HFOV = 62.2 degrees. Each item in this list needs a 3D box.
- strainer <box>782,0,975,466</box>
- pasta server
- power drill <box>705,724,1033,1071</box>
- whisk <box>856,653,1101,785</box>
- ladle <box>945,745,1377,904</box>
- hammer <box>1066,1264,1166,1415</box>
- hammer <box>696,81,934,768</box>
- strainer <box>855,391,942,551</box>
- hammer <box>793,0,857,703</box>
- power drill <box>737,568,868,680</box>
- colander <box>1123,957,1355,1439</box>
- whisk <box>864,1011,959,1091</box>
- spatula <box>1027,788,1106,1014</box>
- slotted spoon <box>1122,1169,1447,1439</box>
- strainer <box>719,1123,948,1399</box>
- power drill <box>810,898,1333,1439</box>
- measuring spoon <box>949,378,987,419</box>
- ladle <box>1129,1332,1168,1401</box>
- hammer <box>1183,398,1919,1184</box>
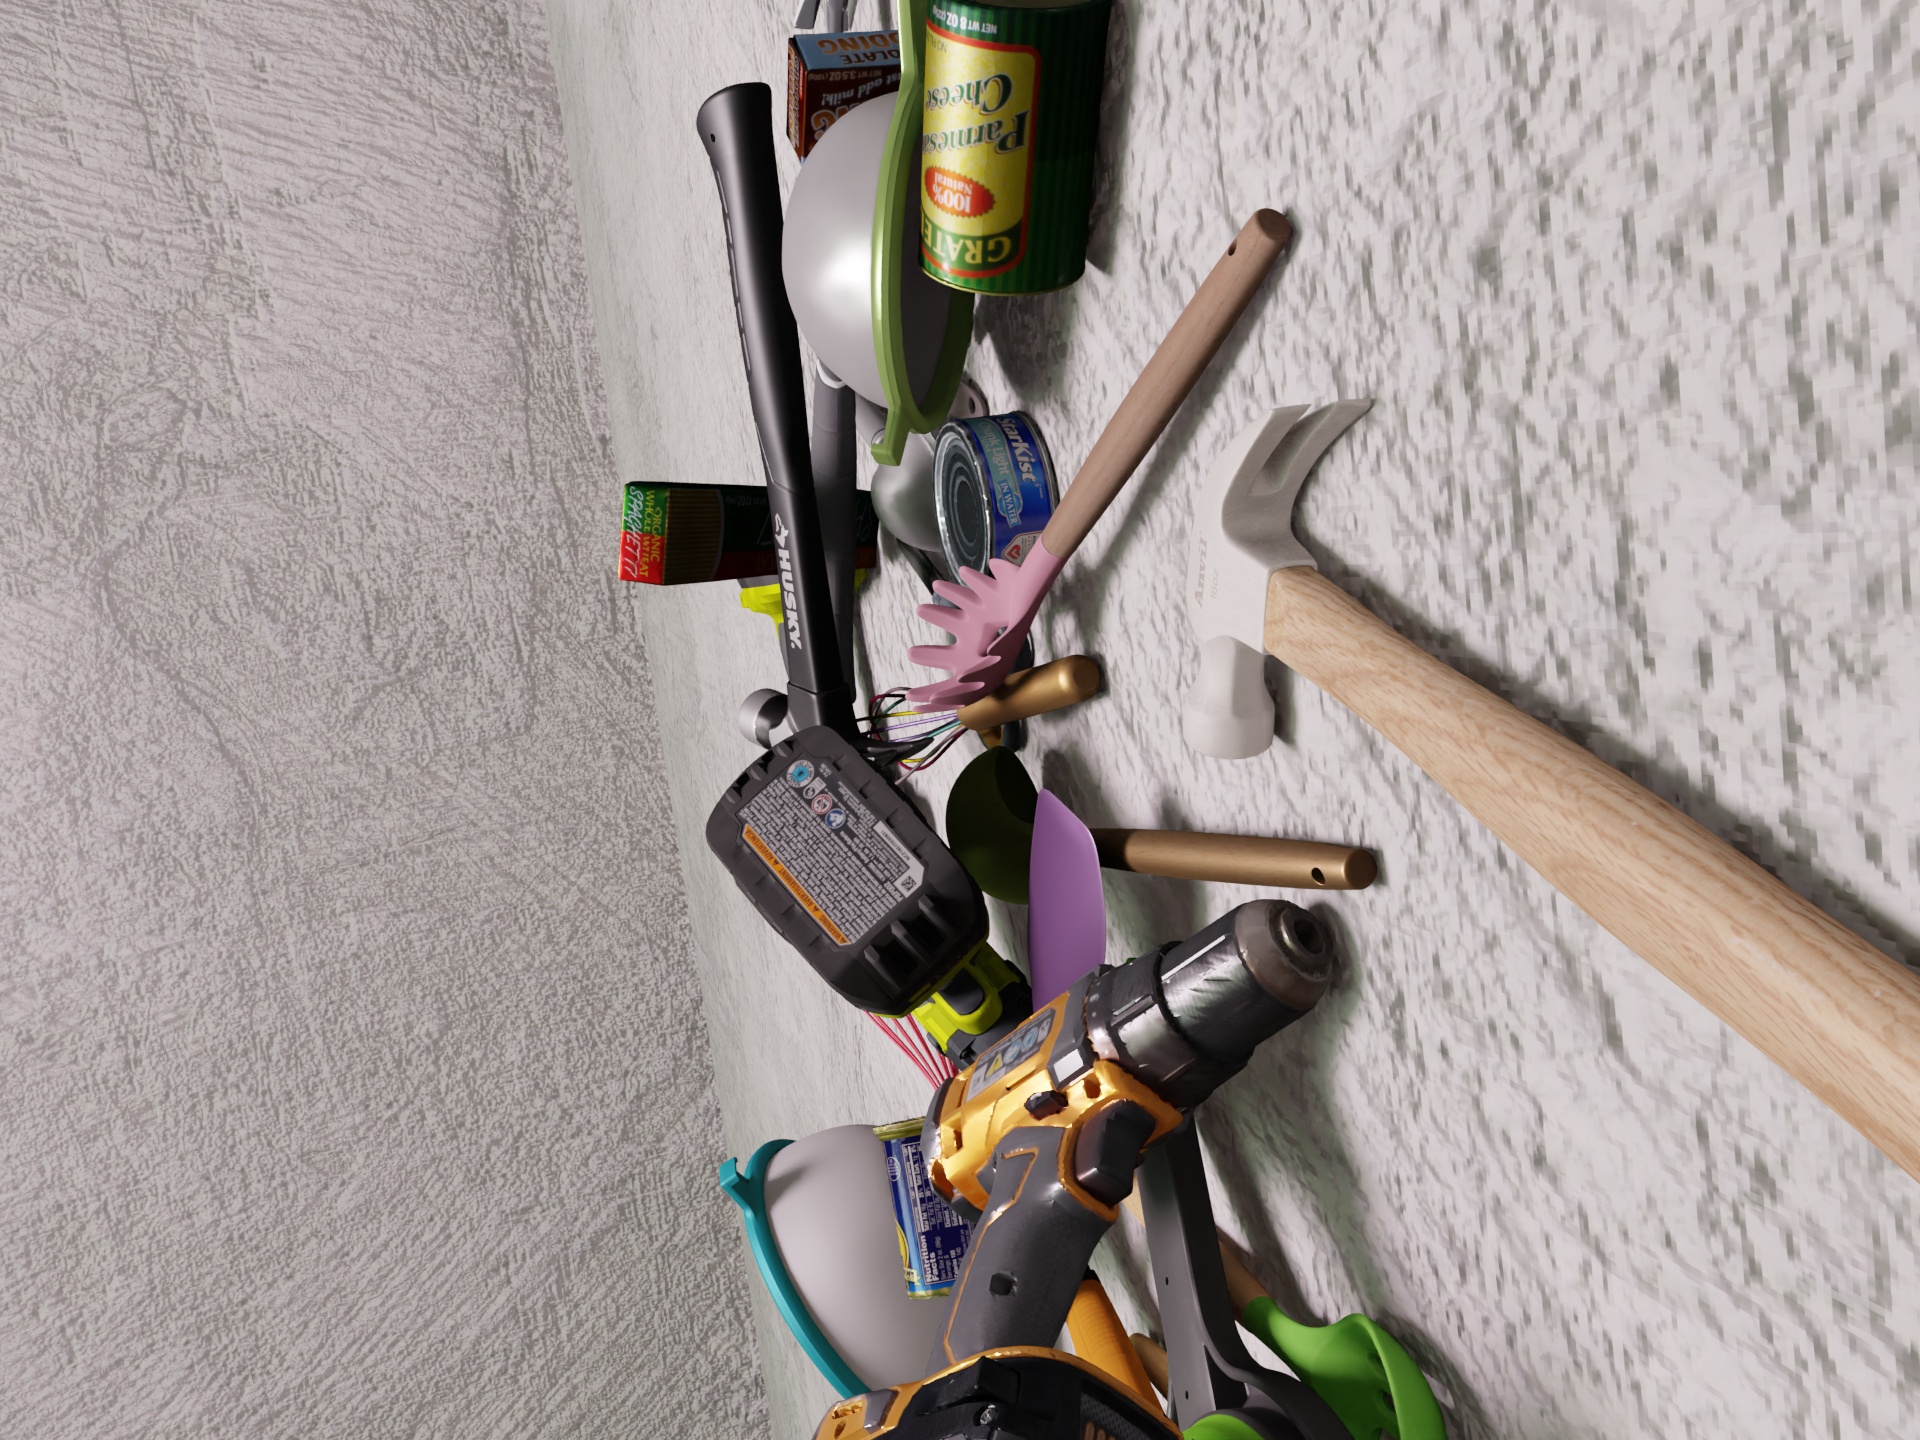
[{"bbox_3d":[-0.042,-0.244,0.655,0.152,0.069,0.256,-68,-20,-53],"label":"strainer"},{"bbox_3d":[0.040,-0.084,0.608,0.316,0.040,0.060,125,150,-59],"label":"pasta server"},{"bbox_3d":[-0.020,0.108,0.765,0.171,0.080,0.223,44,173,31],"label":"power drill"},{"bbox_3d":[0.001,-0.002,0.789,0.047,0.051,0.245,51,153,-12],"label":"whisk"},{"bbox_3d":[0.071,0.047,0.640,0.320,0.062,0.078,-5,107,67],"label":"ladle"},{"bbox_3d":[0.061,0.293,0.760,0.337,0.034,0.127,-120,28,-61],"label":"hammer"},{"bbox_3d":[-0.082,-0.128,0.767,0.146,0.035,0.334,20,122,52],"label":"hammer"},{"bbox_3d":[-0.040,-0.150,0.895,0.259,0.050,0.086,-120,11,-59],"label":"strainer"},{"bbox_3d":[-0.069,-0.207,0.849,0.149,0.036,0.409,-136,47,-76],"label":"hammer"},{"bbox_3d":[-0.088,-0.015,1.074,0.190,0.080,0.228,-167,65,-74],"label":"power drill"},{"bbox_3d":[0.058,0.255,0.559,0.204,0.094,0.398,110,160,-45],"label":"colander"},{"bbox_3d":[-0.014,0.215,0.995,0.073,0.073,0.296,101,148,-52],"label":"whisk"},{"bbox_3d":[0.039,0.173,0.695,0.060,0.018,0.315,45,141,49],"label":"spatula"},{"bbox_3d":[0.107,0.221,0.627,0.314,0.031,0.070,-164,71,-75],"label":"slotted spoon"},{"bbox_3d":[0.008,0.368,0.943,0.341,0.095,0.211,52,-172,20],"label":"strainer"},{"bbox_3d":[0.041,0.166,0.509,0.185,0.084,0.226,-43,15,35],"label":"power drill"},{"bbox_3d":[-0.010,-0.177,0.824,0.124,0.018,0.034,-134,37,-52],"label":"measuring spoon"},{"bbox_3d":[0.123,0.297,0.620,0.315,0.031,0.069,172,87,-76],"label":"ladle"},{"bbox_3d":[0.138,0.013,0.388,0.332,0.031,0.130,-127,31,-58],"label":"hammer"}]
